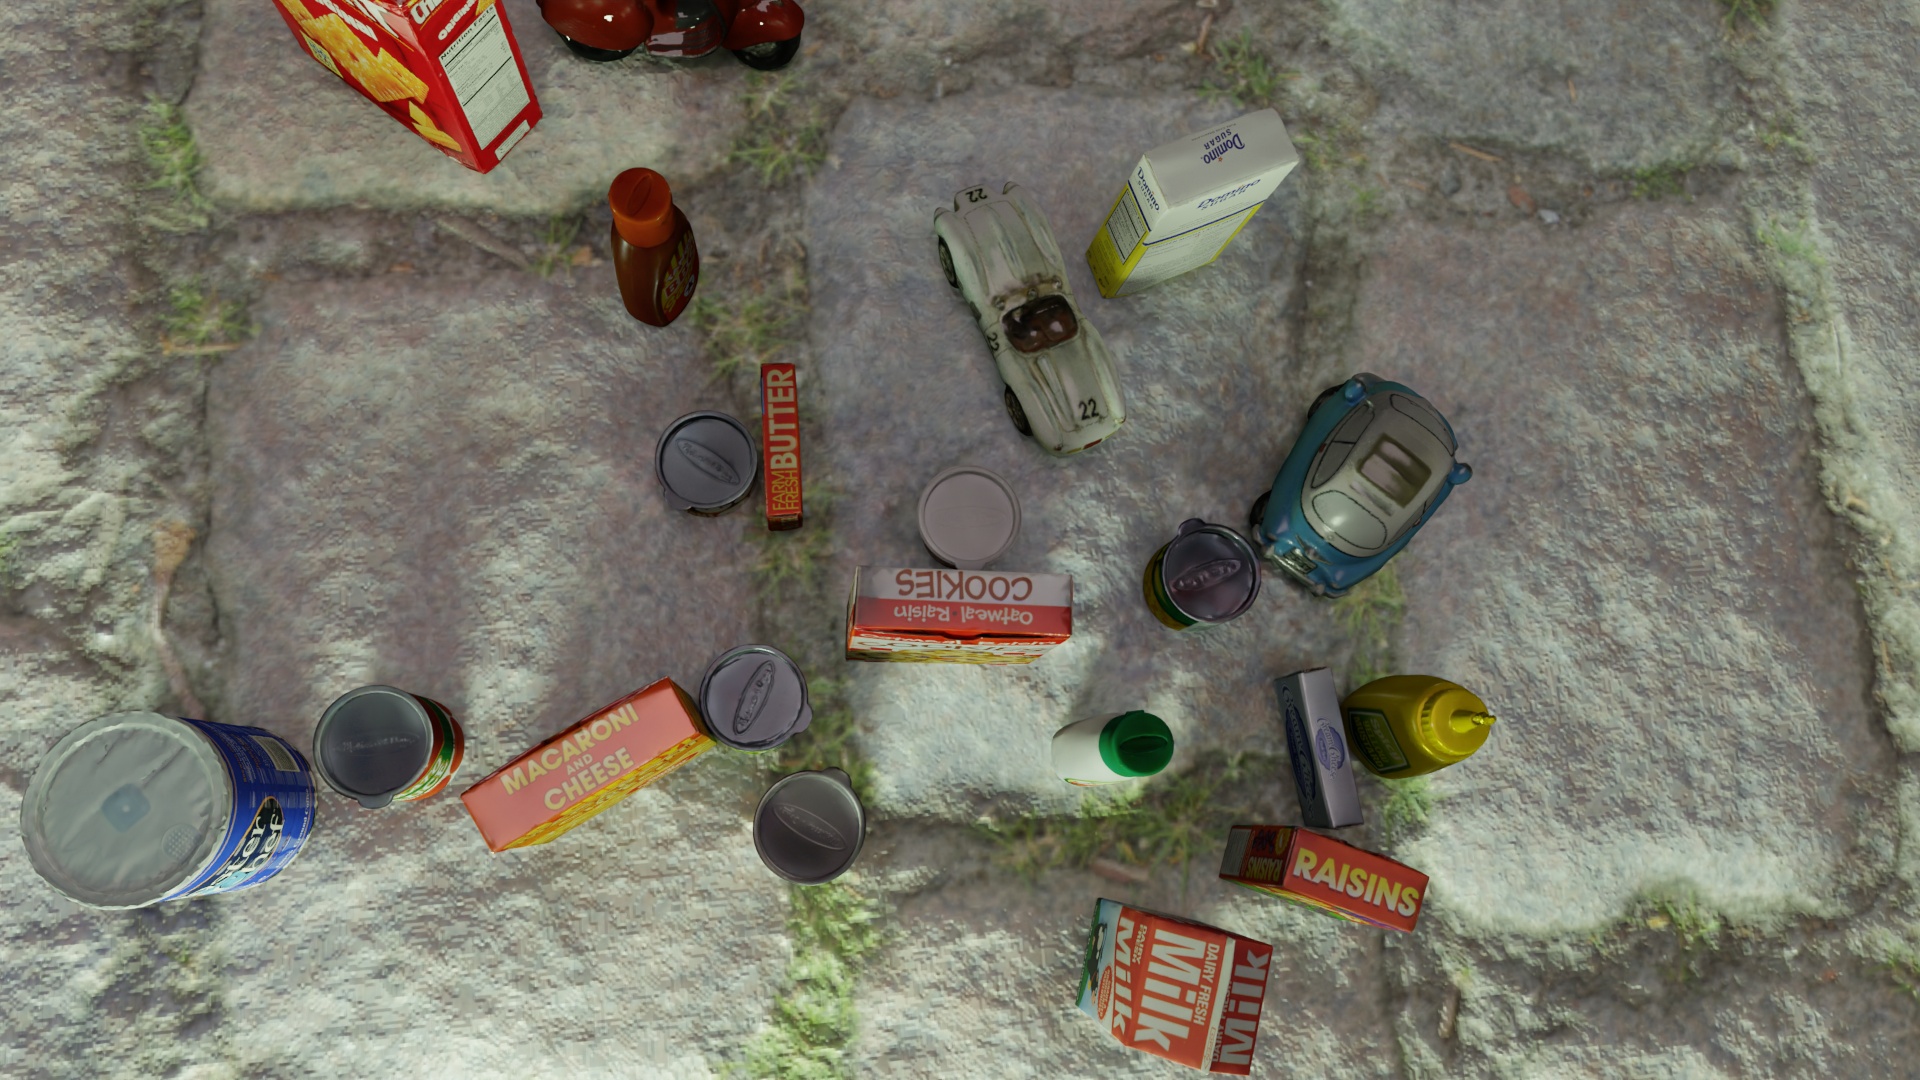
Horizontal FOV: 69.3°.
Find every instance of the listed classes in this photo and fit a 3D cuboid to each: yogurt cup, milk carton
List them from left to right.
[{"bbox_3d":[0.003,-0.012,0.918,0.072,0.054,0.072,1,79,-6],"label":"yogurt cup"},{"bbox_3d":[0.125,0.257,0.808,0.073,0.190,0.072,14,78,-4],"label":"milk carton"}]

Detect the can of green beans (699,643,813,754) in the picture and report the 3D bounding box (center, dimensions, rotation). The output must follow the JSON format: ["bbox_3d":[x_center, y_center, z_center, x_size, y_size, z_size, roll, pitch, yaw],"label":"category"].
[{"bbox_3d":[-0.130,0.101,0.878,0.071,0.057,0.071,1,79,-6],"label":"can of green beans"}]

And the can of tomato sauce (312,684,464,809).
[{"bbox_3d":[-0.341,0.125,0.836,0.071,0.083,0.071,1,79,-6],"label":"can of tomato sauce"}]

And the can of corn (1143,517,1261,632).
[{"bbox_3d":[0.159,0.024,0.927,0.071,0.058,0.071,1,79,-6],"label":"can of corn"}]

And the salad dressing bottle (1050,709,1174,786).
[{"bbox_3d":[0.094,0.128,0.853,0.064,0.147,0.044,-5,80,-7],"label":"salad dressing bottle"}]

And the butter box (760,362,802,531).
[{"bbox_3d":[-0.118,-0.061,0.915,0.024,0.053,0.103,-3,79,-7],"label":"butter box"}]

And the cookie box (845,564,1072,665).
[{"bbox_3d":[-0.007,0.050,0.847,0.123,0.167,0.040,2,79,-6],"label":"cookie box"}]

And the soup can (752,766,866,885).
[{"bbox_3d":[-0.091,0.174,0.855,0.071,0.083,0.071,1,79,-6],"label":"soup can"}]

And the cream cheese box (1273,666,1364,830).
[{"bbox_3d":[0.235,0.137,0.915,0.024,0.053,0.104,-8,80,-8],"label":"cream cheese box"}]

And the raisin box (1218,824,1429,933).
[{"bbox_3d":[0.222,0.208,0.864,0.086,0.123,0.040,21,78,-2],"label":"raisin box"}]

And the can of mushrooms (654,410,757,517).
[{"bbox_3d":[-0.168,-0.048,0.916,0.071,0.033,0.071,1,79,-6],"label":"can of mushrooms"}]

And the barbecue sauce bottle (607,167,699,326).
[{"bbox_3d":[-0.196,-0.189,0.883,0.044,0.148,0.065,23,78,-2],"label":"barbecue sauce bottle"}]

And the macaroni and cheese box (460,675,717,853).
[{"bbox_3d":[-0.209,0.131,0.807,0.124,0.166,0.040,-30,84,-11],"label":"macaroni and cheese box"}]

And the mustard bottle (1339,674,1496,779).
[{"bbox_3d":[0.290,0.115,0.872,0.049,0.160,0.065,-25,83,-10],"label":"mustard bottle"}]
